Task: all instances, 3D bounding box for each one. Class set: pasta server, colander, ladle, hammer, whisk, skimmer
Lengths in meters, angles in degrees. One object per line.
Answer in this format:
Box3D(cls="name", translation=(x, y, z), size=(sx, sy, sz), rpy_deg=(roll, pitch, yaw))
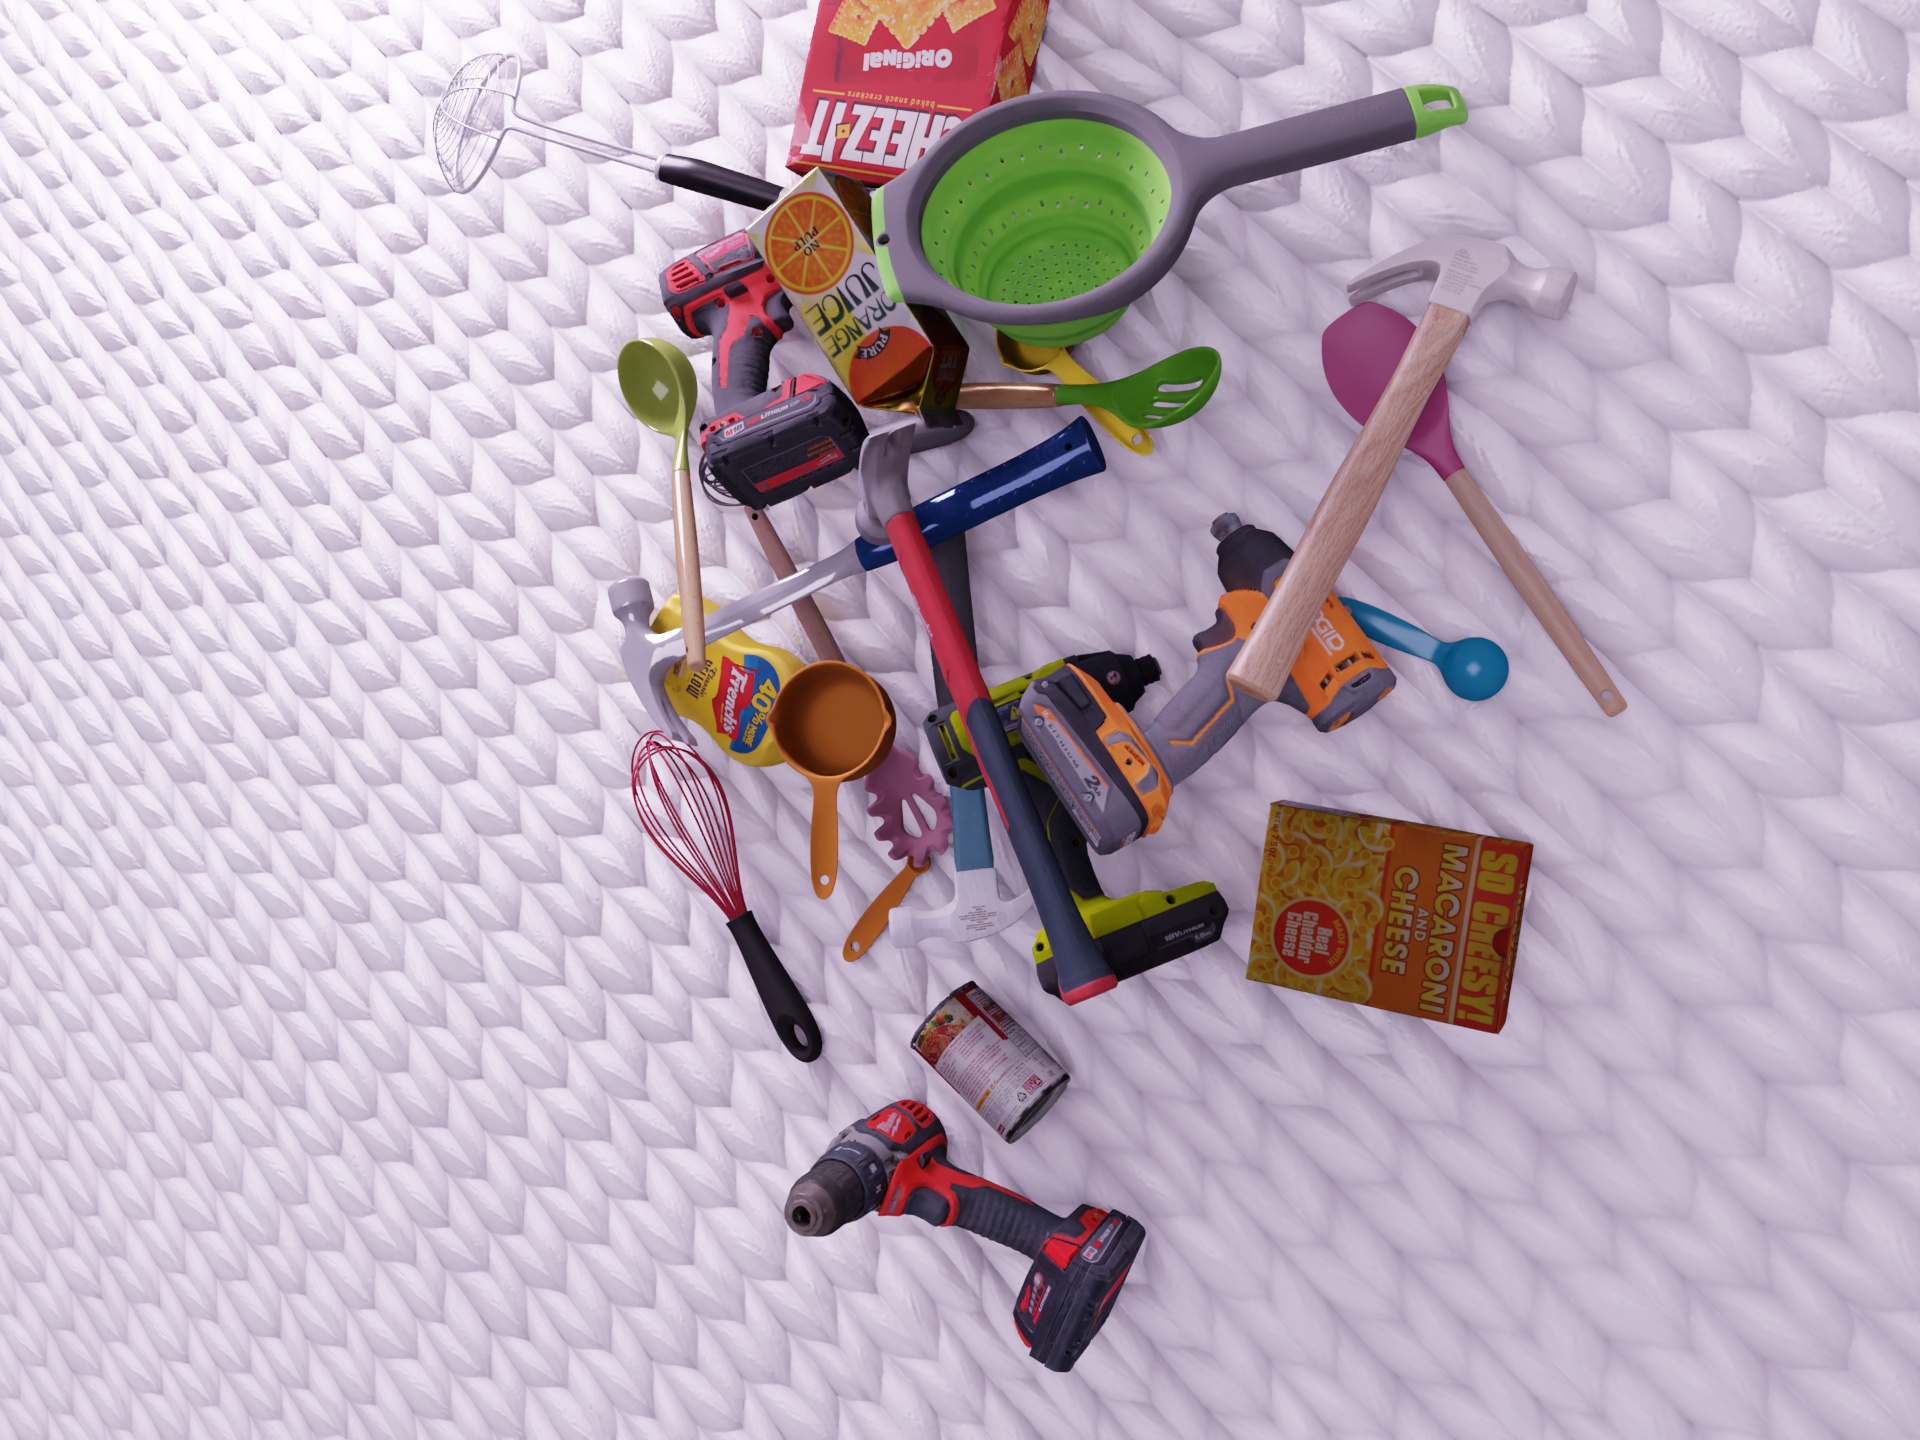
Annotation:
Box3D(cls="pasta server", translation=(-0.092, -0.033, 1.221), size=(0.060, 0.040, 0.316), rpy_deg=(-29, 82, 7))
Box3D(cls="colander", translation=(0.142, -0.345, 1.089), size=(0.397, 0.094, 0.205), rpy_deg=(-12, 61, 7))
Box3D(cls="ladle", translation=(-0.225, -0.170, 1.220), size=(0.078, 0.062, 0.320), rpy_deg=(123, 145, -47))
Box3D(cls="hammer", translation=(0.015, -0.004, 1.033), size=(0.038, 0.143, 0.386), rpy_deg=(-19, 76, -12))
Box3D(cls="whisk", translation=(-0.100, -0.210, 1.233), size=(0.239, 0.055, 0.055), rpy_deg=(-8, 87, 21))
Box3D(cls="whisk", translation=(-0.186, 0.140, 1.273), size=(0.073, 0.073, 0.296), rpy_deg=(-31, 84, 23))
Box3D(cls="skimmer", translation=(-0.289, -0.468, 1.327), size=(0.363, 0.090, 0.127), rpy_deg=(20, 92, 14))
Box3D(cls="hammer", translation=(-0.002, -0.004, 1.173), size=(0.128, 0.033, 0.331), rpy_deg=(-5, 82, -1))
Box3D(cls="hammer", translation=(0.258, -0.163, 1.014), size=(0.130, 0.031, 0.331), rpy_deg=(27, 84, 24))
Box3D(cls="hammer", translation=(-0.080, -0.112, 1.176), size=(0.405, 0.035, 0.144), rpy_deg=(-23, 72, 19))

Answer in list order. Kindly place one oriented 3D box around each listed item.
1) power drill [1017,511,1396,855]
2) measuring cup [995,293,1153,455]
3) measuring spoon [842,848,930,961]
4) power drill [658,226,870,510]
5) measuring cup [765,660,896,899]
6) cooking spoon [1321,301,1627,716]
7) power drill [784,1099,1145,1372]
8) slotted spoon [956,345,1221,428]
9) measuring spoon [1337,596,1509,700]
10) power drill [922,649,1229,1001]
Box3D(cls="power drill", translation=(0.151, -0.030, 1.054), size=(0.226, 0.084, 0.164), rpy_deg=(-31, 75, -8))
Box3D(cls="measuring cup", translation=(0.088, -0.245, 1.149), size=(0.062, 0.029, 0.157), rpy_deg=(-47, 74, 19))
Box3D(cls="measuring spoon", translation=(-0.057, 0.144, 1.235), size=(0.021, 0.011, 0.117), rpy_deg=(44, 112, 20))
Box3D(cls="power drill", translation=(-0.143, -0.283, 1.209), size=(0.143, 0.078, 0.220), rpy_deg=(-21, 64, 11))
Box3D(cls="measuring cup", translation=(-0.092, 0.044, 1.174), size=(0.095, 0.052, 0.174), rpy_deg=(1, 85, 12))
Box3D(cls="cooking spoon", translation=(0.335, -0.139, 1.034), size=(0.069, 0.017, 0.319), rpy_deg=(-34, 76, 16))
Box3D(cls="power drill", translation=(-0.002, 0.356, 1.115), size=(0.227, 0.188, 0.080), rpy_deg=(26, 102, 19))
Box3D(cls="slotted spoon", translation=(0.052, -0.232, 1.129), size=(0.314, 0.031, 0.070), rpy_deg=(9, 60, 40))
Box3D(cls="measuring spoon", translation=(0.298, -0.052, 1.051), size=(0.129, 0.021, 0.042), rpy_deg=(28, 103, 23))
Box3D(cls="power drill", translation=(0.091, 0.068, 1.109), size=(0.171, 0.080, 0.223), rpy_deg=(-21, 79, -3))
